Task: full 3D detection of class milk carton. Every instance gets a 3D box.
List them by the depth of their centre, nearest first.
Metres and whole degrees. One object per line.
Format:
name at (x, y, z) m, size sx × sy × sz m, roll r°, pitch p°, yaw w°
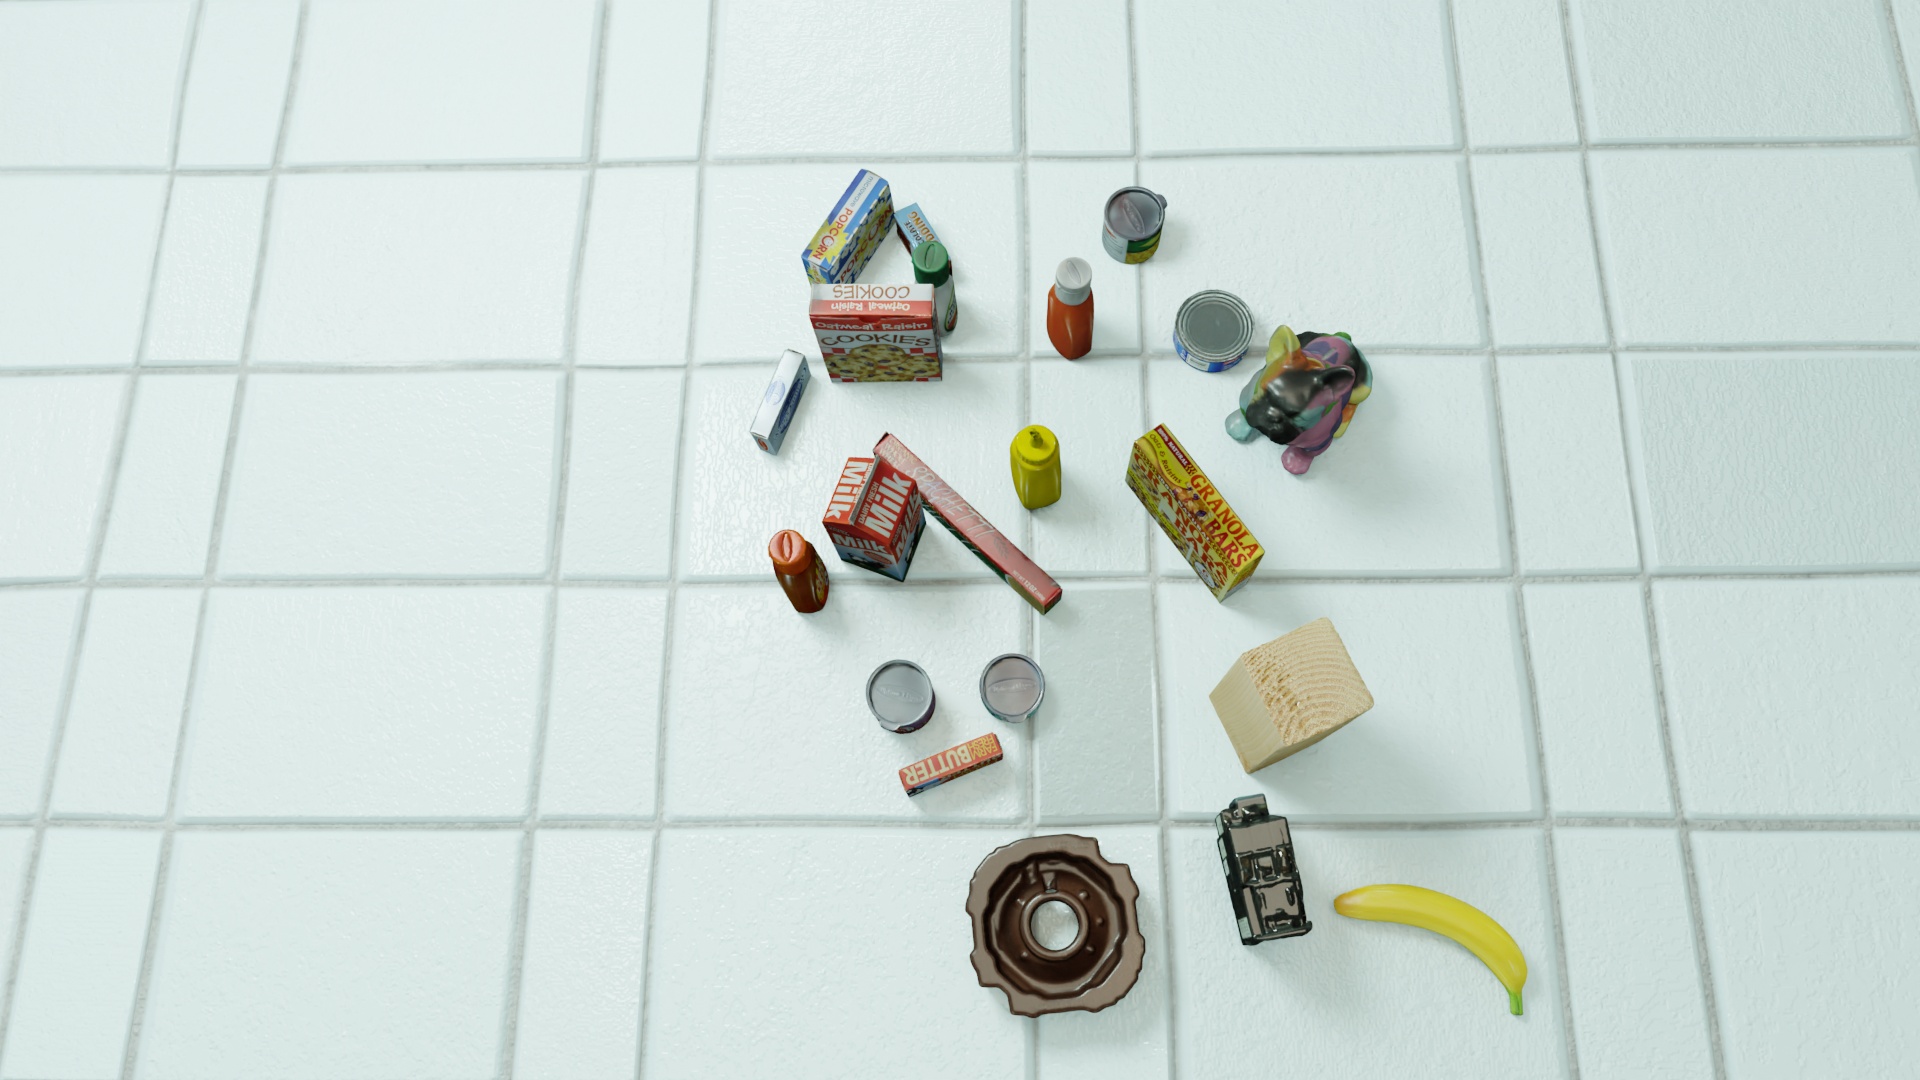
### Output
milk carton at (-0.085, -0.024, 1.371) m, size 0.073 × 0.190 × 0.072 m, roll 19°, pitch 75°, yaw 8°

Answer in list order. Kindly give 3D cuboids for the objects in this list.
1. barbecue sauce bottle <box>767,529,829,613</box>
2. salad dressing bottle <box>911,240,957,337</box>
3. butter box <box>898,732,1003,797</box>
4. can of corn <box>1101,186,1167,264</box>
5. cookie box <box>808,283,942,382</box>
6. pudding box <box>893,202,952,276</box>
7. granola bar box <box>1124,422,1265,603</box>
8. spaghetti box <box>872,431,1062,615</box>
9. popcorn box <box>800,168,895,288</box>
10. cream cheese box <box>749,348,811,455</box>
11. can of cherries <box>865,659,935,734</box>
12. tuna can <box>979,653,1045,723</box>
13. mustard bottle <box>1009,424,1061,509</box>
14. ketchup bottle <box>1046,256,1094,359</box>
barbecue sauce bottle at (-0.161, 0.027, 1.381) m, size 0.044 × 0.148 × 0.065 m, roll -5°, pitch 73°, yaw 1°
salad dressing bottle at (-0.028, -0.265, 1.465) m, size 0.044 × 0.147 × 0.064 m, roll 10°, pitch 74°, yaw 5°
butter box at (-0.009, 0.220, 1.365) m, size 0.103 × 0.053 × 0.024 m, roll -21°, pitch 74°, yaw -4°
can of corn at (0.191, -0.347, 1.528) m, size 0.071 × 0.058 × 0.071 m, roll -1°, pitch 73°, yaw 2°
cookie box at (-0.084, -0.212, 1.441) m, size 0.123 × 0.167 × 0.040 m, roll 0°, pitch 74°, yaw 2°
pudding box at (-0.041, -0.326, 1.535) m, size 0.030 × 0.049 × 0.084 m, roll -28°, pitch 74°, yaw -6°
granola bar box at (0.233, -0.026, 1.394) m, size 0.039 × 0.124 × 0.166 m, roll -34°, pitch 75°, yaw -7°
spaghetti box at (0.005, -0.018, 1.439) m, size 0.250 × 0.050 × 0.029 m, roll 42°, pitch 79°, yaw 13°
popcorn box at (-0.121, -0.332, 1.521) m, size 0.038 × 0.085 × 0.127 m, roll 29°, pitch 77°, yaw 10°
cream cheese box at (-0.192, -0.148, 1.485) m, size 0.024 × 0.053 × 0.104 m, roll 19°, pitch 75°, yaw 8°
can of cherries at (-0.060, 0.159, 1.384) m, size 0.071 × 0.058 × 0.071 m, roll -1°, pitch 73°, yaw 2°
tuna can at (0.052, 0.151, 1.395) m, size 0.071 × 0.032 × 0.071 m, roll -1°, pitch 73°, yaw 2°
mustard bottle at (0.076, -0.080, 1.398) m, size 0.049 × 0.160 × 0.065 m, roll -15°, pitch 74°, yaw -2°
ketchup bottle at (0.115, -0.246, 1.453) m, size 0.043 × 0.148 × 0.065 m, roll -24°, pitch 74°, yaw -5°
